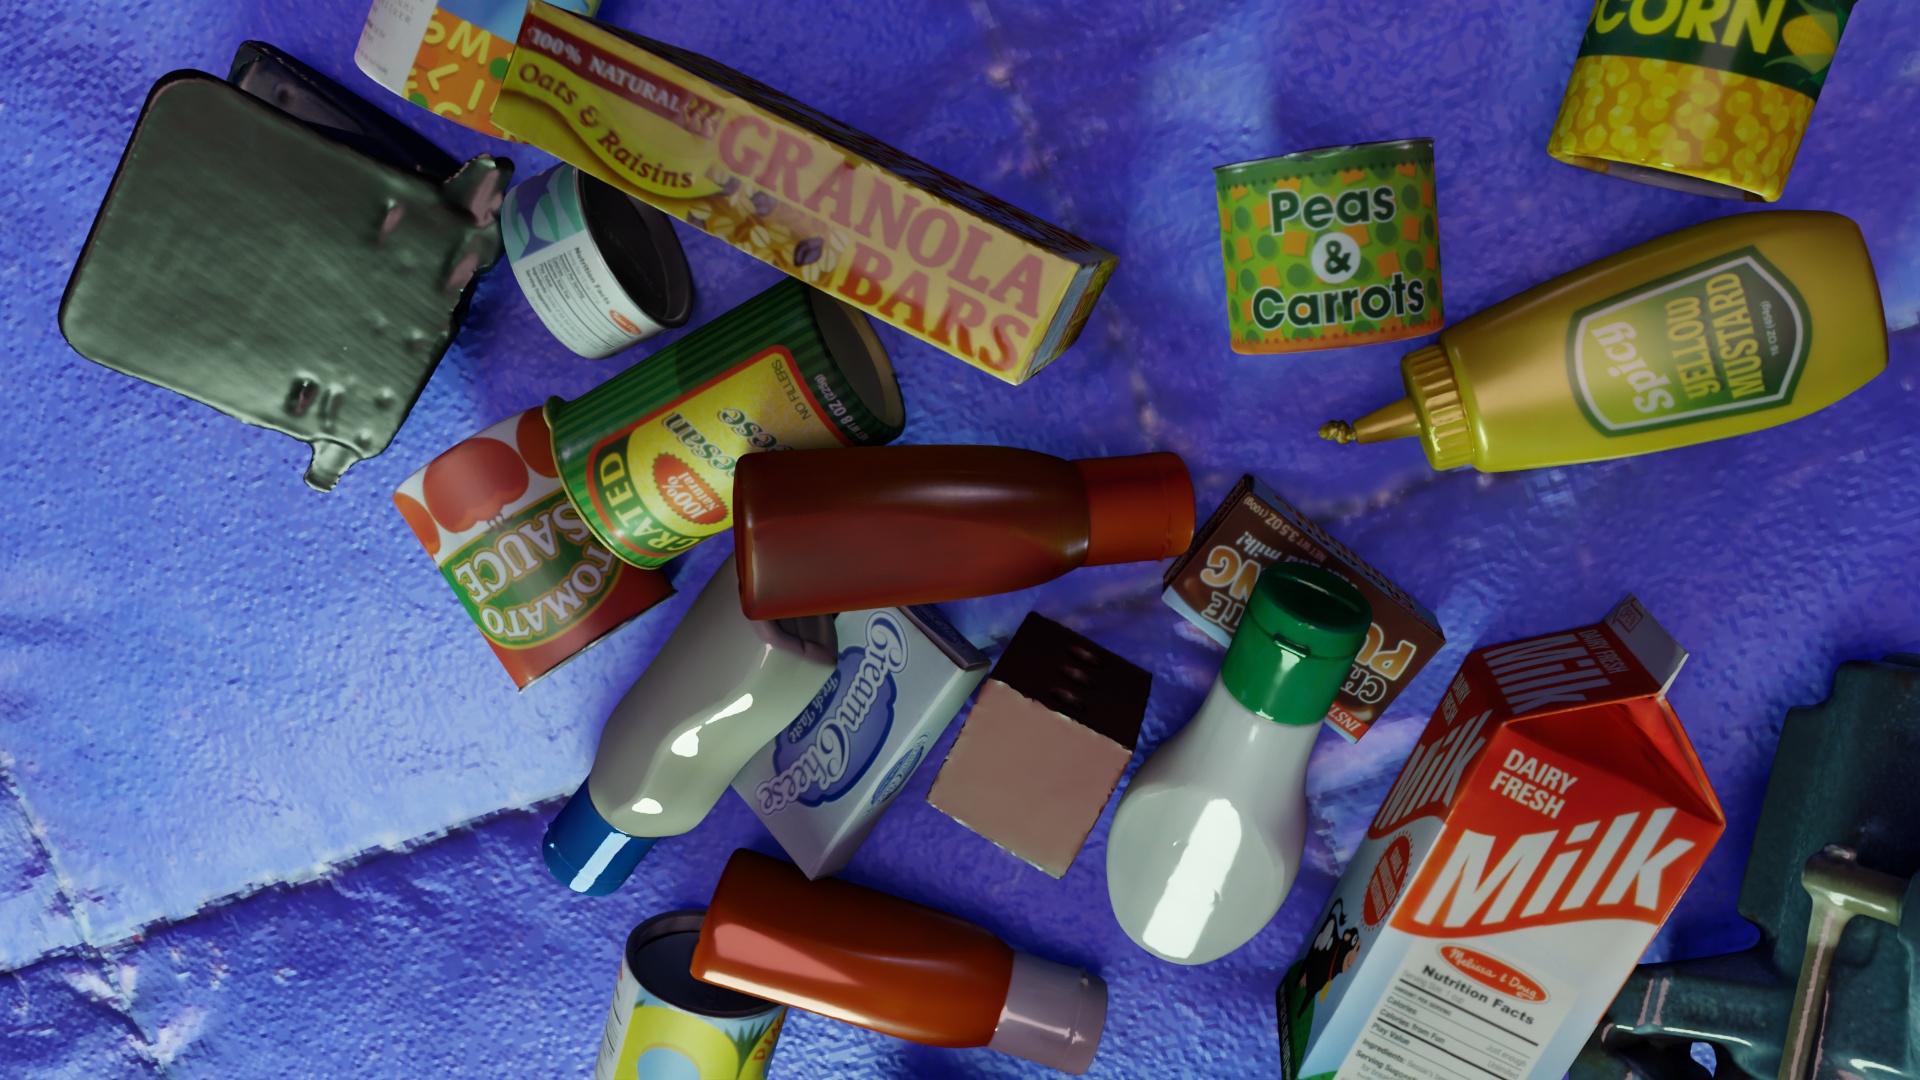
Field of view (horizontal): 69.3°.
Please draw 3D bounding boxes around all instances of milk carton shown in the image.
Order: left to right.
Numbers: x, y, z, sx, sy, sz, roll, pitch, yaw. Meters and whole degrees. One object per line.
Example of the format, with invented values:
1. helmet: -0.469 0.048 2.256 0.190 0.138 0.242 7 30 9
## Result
1. milk carton: 0.179 0.108 0.456 0.073 0.072 0.190 25 106 5

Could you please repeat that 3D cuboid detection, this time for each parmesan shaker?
1. parmesan shaker: -0.080 -0.043 0.476 0.103 0.071 0.071 -27 96 15

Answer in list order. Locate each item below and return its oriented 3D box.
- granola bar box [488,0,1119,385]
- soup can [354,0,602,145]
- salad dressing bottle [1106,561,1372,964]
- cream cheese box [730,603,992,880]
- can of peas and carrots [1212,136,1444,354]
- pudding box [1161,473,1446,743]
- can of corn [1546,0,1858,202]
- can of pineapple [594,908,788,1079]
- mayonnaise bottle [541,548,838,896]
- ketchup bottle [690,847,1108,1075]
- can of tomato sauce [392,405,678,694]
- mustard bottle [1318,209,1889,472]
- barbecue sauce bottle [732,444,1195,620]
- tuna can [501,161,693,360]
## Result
1. granola bar box: -0.038 -0.105 0.426 0.165 0.124 0.039 27 106 5
2. soup can: -0.153 -0.184 0.464 0.071 0.071 0.083 29 107 4
3. salad dressing bottle: 0.092 0.076 0.459 0.064 0.044 0.146 26 124 16
4. cream cheese box: -0.039 0.067 0.506 0.053 0.024 0.103 42 107 24
5. can of peas and carrots: 0.114 -0.090 0.428 0.071 0.071 0.058 -5 101 12
6. pudding box: 0.115 0.023 0.472 0.084 0.030 0.049 38 107 2
7. can of corn: 0.211 -0.134 0.400 0.071 0.071 0.058 16 105 7
8. can of pineapple: -0.099 0.184 0.529 0.071 0.071 0.057 19 105 7
9. mayonnaise bottle: -0.102 0.072 0.510 0.041 0.065 0.147 23 118 -35
10. ketchup bottle: -0.021 0.157 0.513 0.149 0.065 0.043 18 97 -2
11. can of tomato sauce: -0.153 0.003 0.499 0.071 0.071 0.083 -32 94 16
12. mustard bottle: 0.192 -0.053 0.432 0.160 0.049 0.065 -17 97 14
13. barbecue sauce bottle: 0.002 -0.006 0.456 0.149 0.064 0.044 -5 58 -12
14. tuna can: -0.123 -0.099 0.476 0.033 0.071 0.071 -21 97 16
